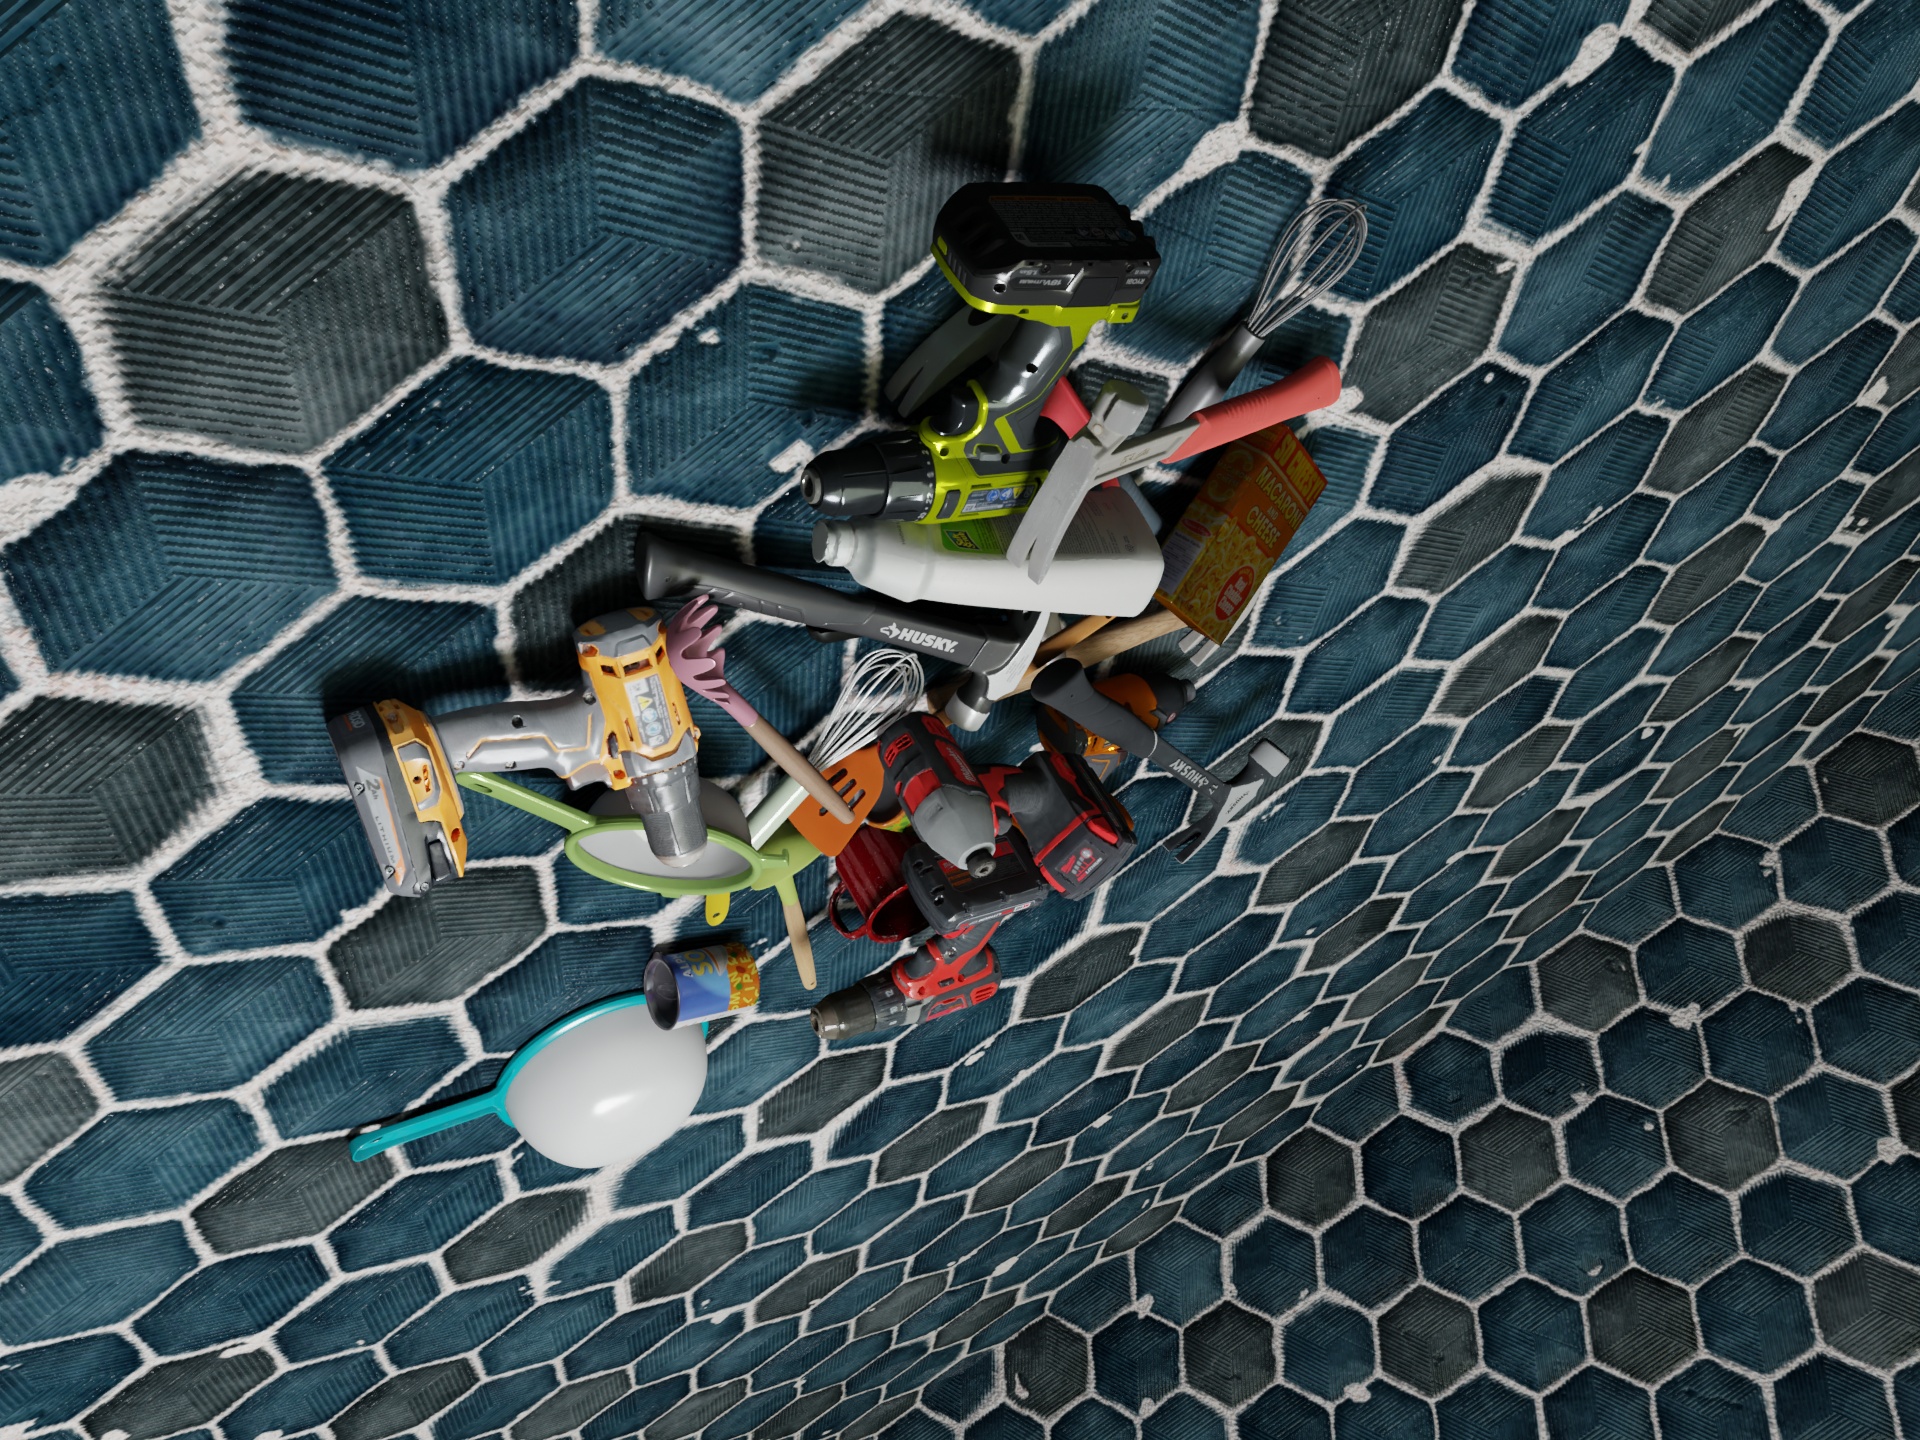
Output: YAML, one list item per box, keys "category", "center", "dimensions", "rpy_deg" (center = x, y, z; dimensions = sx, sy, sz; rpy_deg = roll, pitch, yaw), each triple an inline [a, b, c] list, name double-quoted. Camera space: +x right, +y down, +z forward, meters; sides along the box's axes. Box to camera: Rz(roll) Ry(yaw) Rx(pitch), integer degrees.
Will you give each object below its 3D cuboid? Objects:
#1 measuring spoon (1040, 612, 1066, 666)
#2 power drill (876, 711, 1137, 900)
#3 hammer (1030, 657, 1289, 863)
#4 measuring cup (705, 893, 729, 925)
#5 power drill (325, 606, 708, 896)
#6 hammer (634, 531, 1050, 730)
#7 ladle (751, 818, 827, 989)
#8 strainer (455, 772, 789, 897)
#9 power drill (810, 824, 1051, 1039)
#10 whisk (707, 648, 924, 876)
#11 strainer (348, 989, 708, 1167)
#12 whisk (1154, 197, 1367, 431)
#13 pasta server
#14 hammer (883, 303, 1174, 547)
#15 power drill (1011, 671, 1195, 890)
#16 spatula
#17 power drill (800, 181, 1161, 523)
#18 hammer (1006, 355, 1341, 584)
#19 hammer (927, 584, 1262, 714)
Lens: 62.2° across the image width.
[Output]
- category: "measuring spoon"
  center: [0.076, -0.080, 1.309]
  dimensions: [0.034, 0.018, 0.124]
  rpy_deg: [-24, 129, -13]
- category: "power drill"
  center: [0.038, 0.075, 1.272]
  dimensions: [0.078, 0.143, 0.219]
  rpy_deg: [-46, 144, 22]
- category: "hammer"
  center: [0.170, 0.028, 1.427]
  dimensions: [0.149, 0.036, 0.408]
  rpy_deg: [-49, 145, 8]
- category: "measuring cup"
  center: [-0.210, 0.123, 1.344]
  dimensions: [0.062, 0.029, 0.156]
  rpy_deg: [-19, 147, -23]
- category: "power drill"
  center: [-0.282, 0.042, 1.063]
  dimensions: [0.226, 0.084, 0.185]
  rpy_deg: [-21, 114, -21]
- category: "hammer"
  center: [-0.079, -0.081, 1.133]
  dimensions: [0.334, 0.035, 0.146]
  rpy_deg: [13, 123, -37]
- category: "ladle"
  center: [-0.146, 0.184, 1.455]
  dimensions: [0.078, 0.062, 0.319]
  rpy_deg: [-36, 153, -20]
- category: "strainer"
  center: [-0.259, 0.060, 1.186]
  dimensions: [0.151, 0.069, 0.256]
  rpy_deg: [-19, 145, 40]
- category: "power drill"
  center: [-0.030, 0.199, 1.406]
  dimensions: [0.188, 0.080, 0.226]
  rpy_deg: [-14, 145, -29]
- category: "whisk"
  center: [-0.117, 0.037, 1.268]
  dimensions: [0.246, 0.058, 0.059]
  rpy_deg: [-47, 169, 10]
- category: "strainer"
  center: [-0.371, 0.364, 1.449]
  dimensions: [0.340, 0.095, 0.210]
  rpy_deg: [-14, 143, -32]
- category: "whisk"
  center: [0.214, -0.285, 1.171]
  dimensions: [0.055, 0.055, 0.239]
  rpy_deg: [2, 137, -44]
- category: "pasta server"
  center: [-0.135, 0.007, 1.152]
  dimensions: [0.040, 0.060, 0.315]
  rpy_deg: [-18, 149, 12]
- category: "hammer"
  center: [0.084, -0.188, 1.187]
  dimensions: [0.143, 0.038, 0.385]
  rpy_deg: [-38, 148, 7]
- category: "power drill"
  center: [0.135, 0.049, 1.509]
  dimensions: [0.164, 0.084, 0.226]
  rpy_deg: [-17, 141, -29]
- category: "spatula"
  center: [-0.002, -0.004, 1.300]
  dimensions: [0.322, 0.041, 0.081]
  rpy_deg: [-33, 117, 10]
- category: "power drill"
  center: [0.010, -0.212, 0.985]
  dimensions: [0.190, 0.080, 0.228]
  rpy_deg: [-11, 146, -31]
- category: "hammer"
  center: [0.173, -0.202, 1.139]
  dimensions: [0.359, 0.037, 0.149]
  rpy_deg: [-27, 155, -47]
- category: "hammer"
  center: [0.122, -0.065, 1.390]
  dimensions: [0.331, 0.031, 0.130]
  rpy_deg: [-21, 145, -19]
